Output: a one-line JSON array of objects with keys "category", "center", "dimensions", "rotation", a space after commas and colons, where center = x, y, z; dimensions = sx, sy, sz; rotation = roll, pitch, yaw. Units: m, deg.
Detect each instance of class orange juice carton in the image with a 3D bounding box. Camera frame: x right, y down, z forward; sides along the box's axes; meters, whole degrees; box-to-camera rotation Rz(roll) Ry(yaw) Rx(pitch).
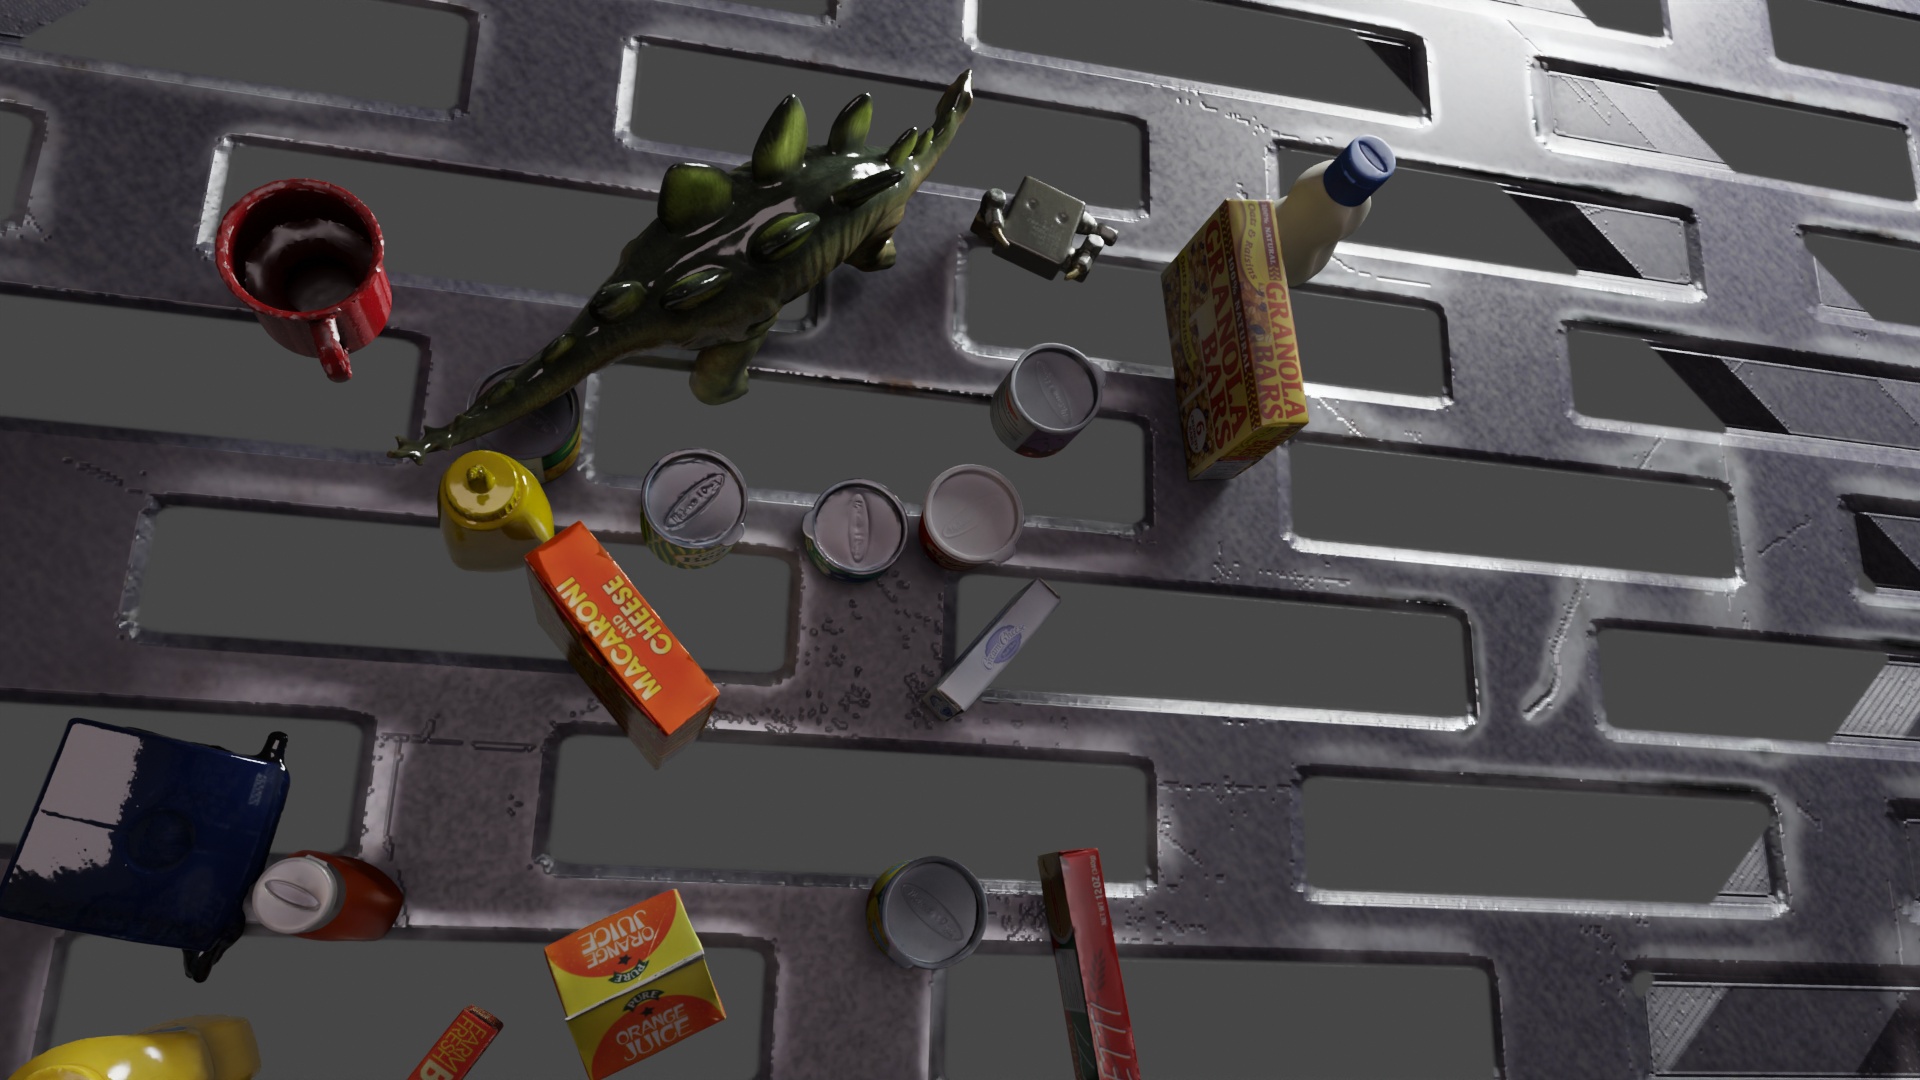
[{"category": "orange juice carton", "center": [-0.176, 0.236, 0.747], "dimensions": [0.072, 0.192, 0.073], "rotation": [-21, 81, -18]}]

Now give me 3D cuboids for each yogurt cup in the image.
[{"category": "yogurt cup", "center": [0.003, -0.012, 0.936], "dimensions": [0.072, 0.053, 0.072], "rotation": [4, 74, -13]}]

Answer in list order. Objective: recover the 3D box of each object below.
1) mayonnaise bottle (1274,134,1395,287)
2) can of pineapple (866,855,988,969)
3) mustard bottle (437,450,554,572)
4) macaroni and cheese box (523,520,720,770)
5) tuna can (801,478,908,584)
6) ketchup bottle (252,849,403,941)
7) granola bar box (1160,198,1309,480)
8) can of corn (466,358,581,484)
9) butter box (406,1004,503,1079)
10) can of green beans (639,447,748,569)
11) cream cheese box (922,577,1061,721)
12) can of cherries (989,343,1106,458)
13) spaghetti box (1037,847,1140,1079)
[{"category": "mayonnaise bottle", "center": [0.265, -0.242, 1.016], "dimensions": [0.041, 0.147, 0.065], "rotation": [-39, 87, -20]}, {"category": "can of pineapple", "center": [-0.023, 0.231, 0.858], "dimensions": [0.071, 0.057, 0.071], "rotation": [4, 74, -13]}, {"category": "mustard bottle", "center": [-0.274, -0.020, 0.813], "dimensions": [0.065, 0.159, 0.049], "rotation": [-10, 78, -16]}, {"category": "macaroni and cheese box", "center": [-0.197, 0.067, 0.804], "dimensions": [0.040, 0.166, 0.124], "rotation": [-38, 86, -20]}, {"category": "tuna can", "center": [-0.072, -0.006, 0.926], "dimensions": [0.071, 0.032, 0.071], "rotation": [4, 74, -13]}, {"category": "ketchup bottle", "center": [-0.341, 0.190, 0.742], "dimensions": [0.065, 0.148, 0.044], "rotation": [26, 71, -6]}, {"category": "granola bar box", "center": [0.191, -0.138, 0.981], "dimensions": [0.039, 0.124, 0.166], "rotation": [-2, 75, -14]}, {"category": "can of corn", "center": [-0.274, -0.076, 0.883], "dimensions": [0.071, 0.058, 0.071], "rotation": [4, 74, -13]}, {"category": "butter box", "center": [-0.298, 0.308, 0.770], "dimensions": [0.024, 0.053, 0.104], "rotation": [37, 69, -2]}, {"category": "can of green beans", "center": [-0.172, -0.019, 0.892], "dimensions": [0.071, 0.057, 0.071], "rotation": [4, 74, -13]}, {"category": "cream cheese box", "center": [0.020, 0.073, 0.916], "dimensions": [0.024, 0.053, 0.104], "rotation": [43, 69, 0]}, {"category": "can of cherries", "center": [0.061, -0.097, 0.972], "dimensions": [0.071, 0.058, 0.071], "rotation": [4, 74, -13]}, {"category": "spaghetti box", "center": [0.088, 0.319, 0.864], "dimensions": [0.029, 0.050, 0.250], "rotation": [-6, 76, -15]}]
